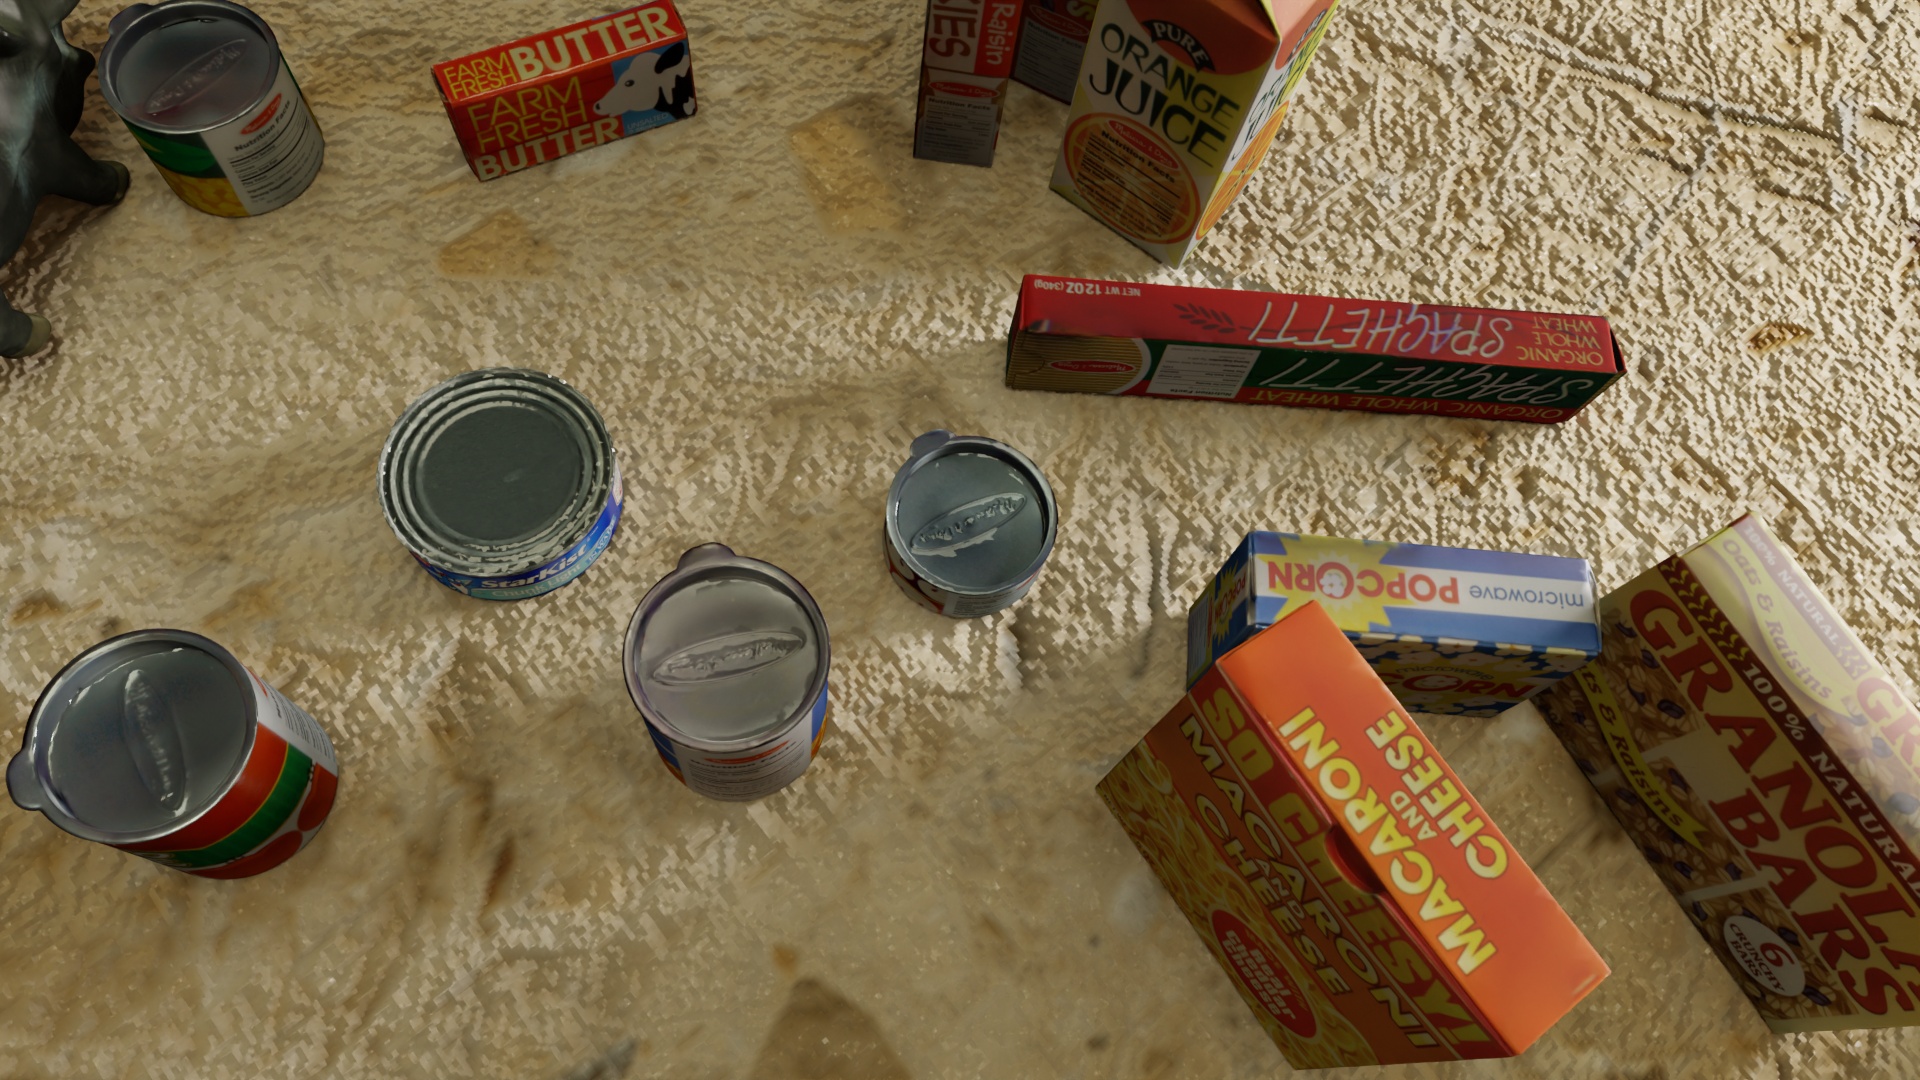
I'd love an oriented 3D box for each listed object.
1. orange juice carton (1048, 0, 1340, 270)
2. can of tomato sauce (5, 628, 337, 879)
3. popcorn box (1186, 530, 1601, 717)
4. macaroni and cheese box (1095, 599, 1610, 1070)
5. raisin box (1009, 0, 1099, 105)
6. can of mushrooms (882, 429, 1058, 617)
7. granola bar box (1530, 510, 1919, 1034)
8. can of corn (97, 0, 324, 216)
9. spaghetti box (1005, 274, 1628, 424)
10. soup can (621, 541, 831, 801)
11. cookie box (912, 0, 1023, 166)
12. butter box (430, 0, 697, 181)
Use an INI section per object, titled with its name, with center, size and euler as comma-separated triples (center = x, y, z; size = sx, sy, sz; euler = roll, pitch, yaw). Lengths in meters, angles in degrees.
[orange juice carton]
center = 0.097, -0.198, 0.545
size = 0.073, 0.192, 0.072
euler = 36, 69, 8
[can of tomato sauce]
center = -0.252, 0.074, 0.454
size = 0.071, 0.082, 0.071
euler = 2, 68, -5
[popcorn box]
center = 0.156, 0.033, 0.515
size = 0.127, 0.085, 0.038
euler = 5, 68, -4
[macaroni and cheese box]
center = 0.108, 0.102, 0.437
size = 0.040, 0.165, 0.124
euler = -31, 75, -17
[raisin box]
center = 0.061, -0.264, 0.605
size = 0.040, 0.123, 0.086
euler = 26, 68, 4
[can of mushrooms]
center = 0.002, -0.007, 0.542
size = 0.071, 0.033, 0.071
euler = 2, 68, -5
[granola bar box]
center = 0.282, 0.085, 0.487
size = 0.039, 0.123, 0.166
euler = -27, 73, -15
[can of corn]
center = -0.303, -0.176, 0.564
size = 0.071, 0.058, 0.071
euler = 2, 68, -5
[spaghetti box]
center = 0.145, -0.078, 0.578
size = 0.250, 0.050, 0.029
euler = 3, 68, -5
[soup can]
center = -0.079, 0.048, 0.484
size = 0.071, 0.083, 0.071
euler = 2, 68, -5
[cookie box]
center = 0.010, -0.256, 0.572
size = 0.040, 0.166, 0.123
euler = 7, 68, -4
[butter box]
center = -0.165, -0.190, 0.588
size = 0.104, 0.053, 0.024
euler = -22, 72, -14
